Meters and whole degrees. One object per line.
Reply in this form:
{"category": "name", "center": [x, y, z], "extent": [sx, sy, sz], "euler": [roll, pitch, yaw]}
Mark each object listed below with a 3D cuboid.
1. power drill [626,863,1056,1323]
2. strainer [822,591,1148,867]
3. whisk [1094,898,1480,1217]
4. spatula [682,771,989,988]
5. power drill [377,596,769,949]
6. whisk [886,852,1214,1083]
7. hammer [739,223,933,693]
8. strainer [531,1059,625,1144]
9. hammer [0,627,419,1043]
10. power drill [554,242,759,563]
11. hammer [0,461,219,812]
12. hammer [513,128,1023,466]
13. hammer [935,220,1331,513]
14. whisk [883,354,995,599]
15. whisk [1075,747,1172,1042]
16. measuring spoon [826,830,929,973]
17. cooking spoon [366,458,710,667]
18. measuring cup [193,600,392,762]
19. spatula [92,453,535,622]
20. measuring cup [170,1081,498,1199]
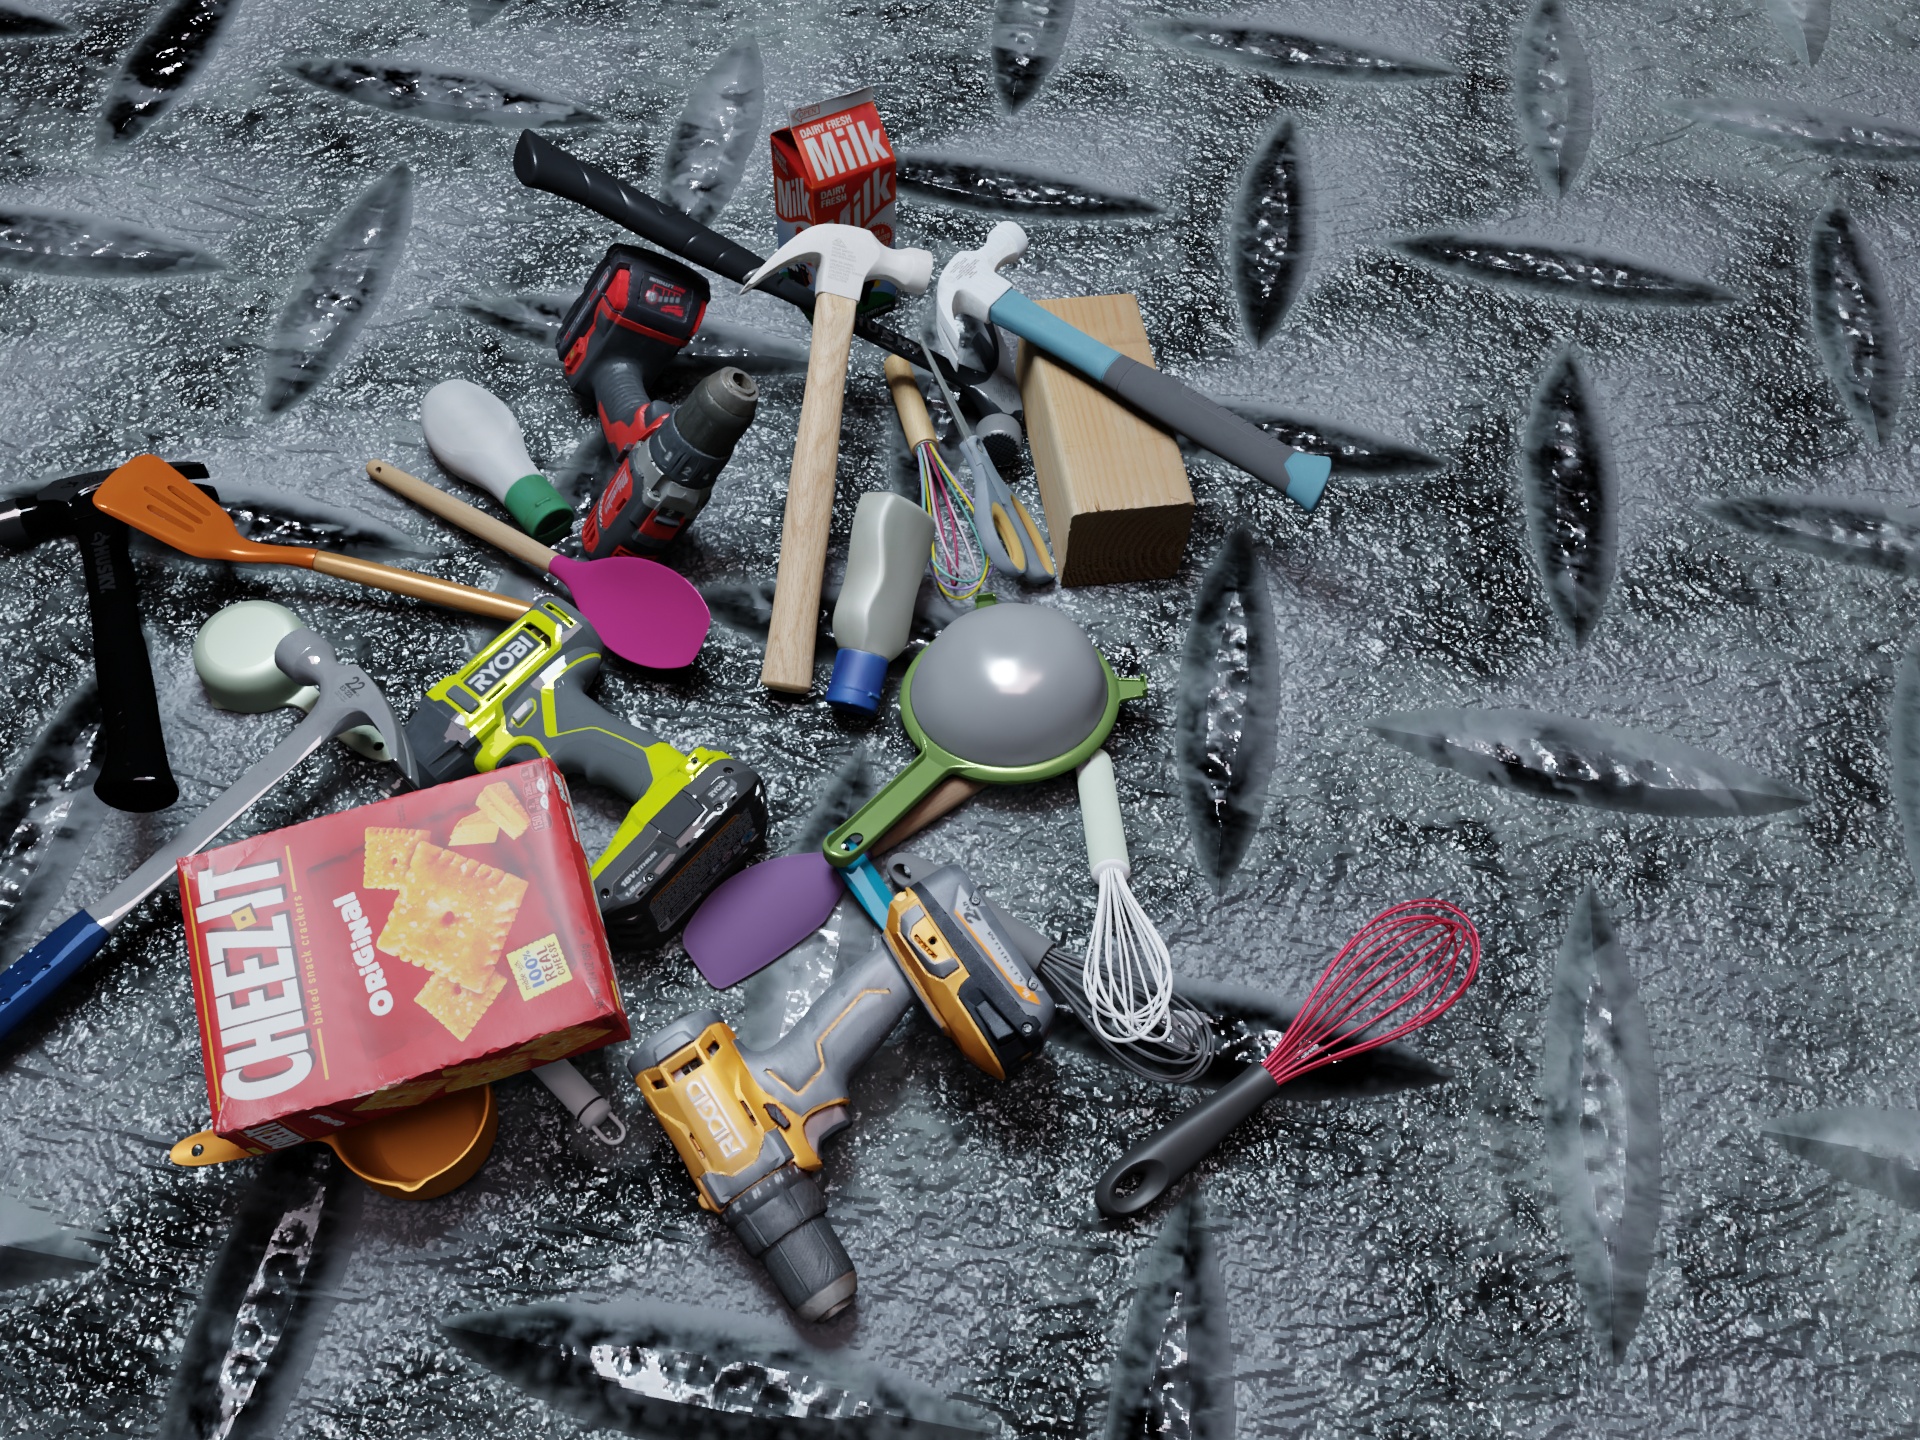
{"category": "power drill", "center": [-0.052, 0.212, 0.913], "extent": [0.226, 0.084, 0.185], "euler": [-32, 73, -9]}
{"category": "strainer", "center": [-0.002, -0.003, 1.045], "extent": [0.152, 0.069, 0.256], "euler": [31, 56, 26]}
{"category": "whisk", "center": [0.199, 0.203, 0.959], "extent": [0.296, 0.073, 0.073], "euler": [-34, 66, -15]}
{"category": "spatula", "center": [-0.042, 0.069, 1.045], "extent": [0.316, 0.018, 0.060], "euler": [-32, 77, -20]}
{"category": "power drill", "center": [-0.249, 0.038, 1.021], "extent": [0.223, 0.080, 0.171], "euler": [35, 67, 20]}
{"category": "whisk", "center": [0.051, 0.149, 0.989], "extent": [0.239, 0.055, 0.055], "euler": [31, 61, 19]}
{"category": "hammer", "center": [-0.103, -0.185, 1.109], "extent": [0.130, 0.031, 0.331], "euler": [9, 83, -19]}
{"category": "strainer", "center": [-0.290, 0.162, 0.962], "extent": [0.258, 0.050, 0.087], "euler": [41, 50, 16]}
{"category": "hammer", "center": [-0.504, 0.115, 0.951], "extent": [0.144, 0.035, 0.405], "euler": [33, 68, 26]}
{"category": "power drill", "center": [-0.214, -0.236, 1.132], "extent": [0.080, 0.188, 0.227], "euler": [13, 49, -36]}
{"category": "hammer", "center": [-0.549, -0.062, 1.046], "extent": [0.146, 0.035, 0.335], "euler": [-20, 49, -17]}
{"category": "hammer", "center": [-0.130, -0.322, 1.168], "extent": [0.408, 0.036, 0.149], "euler": [23, 44, -22]}
{"category": "hammer", "center": [0.121, -0.245, 1.136], "extent": [0.331, 0.033, 0.128], "euler": [34, 62, 17]}
{"category": "whisk", "center": [-0.025, -0.187, 1.195], "extent": [0.051, 0.047, 0.245], "euler": [-4, 54, -20]}
{"category": "whisk", "center": [0.095, 0.101, 0.988], "extent": [0.059, 0.057, 0.247], "euler": [32, 31, -26]}
{"category": "measuring spoon", "center": [-0.046, 0.119, 1.002], "extent": [0.042, 0.021, 0.129], "euler": [-32, 75, -19]}
{"category": "cooking spoon", "center": [-0.305, -0.121, 1.125], "extent": [0.319, 0.017, 0.069], "euler": [27, 95, 20]}
{"category": "measuring cup", "center": [-0.442, -0.024, 1.064], "extent": [0.168, 0.038, 0.083], "euler": [31, 61, 17]}
{"category": "spatula", "center": [-0.419, -0.111, 1.096], "extent": [0.322, 0.041, 0.081], "euler": [14, 33, -6]}
{"category": "measuring cup", "center": [-0.351, 0.236, 0.905], "extent": [0.173, 0.052, 0.095], "euler": [-10, 60, -7]}
